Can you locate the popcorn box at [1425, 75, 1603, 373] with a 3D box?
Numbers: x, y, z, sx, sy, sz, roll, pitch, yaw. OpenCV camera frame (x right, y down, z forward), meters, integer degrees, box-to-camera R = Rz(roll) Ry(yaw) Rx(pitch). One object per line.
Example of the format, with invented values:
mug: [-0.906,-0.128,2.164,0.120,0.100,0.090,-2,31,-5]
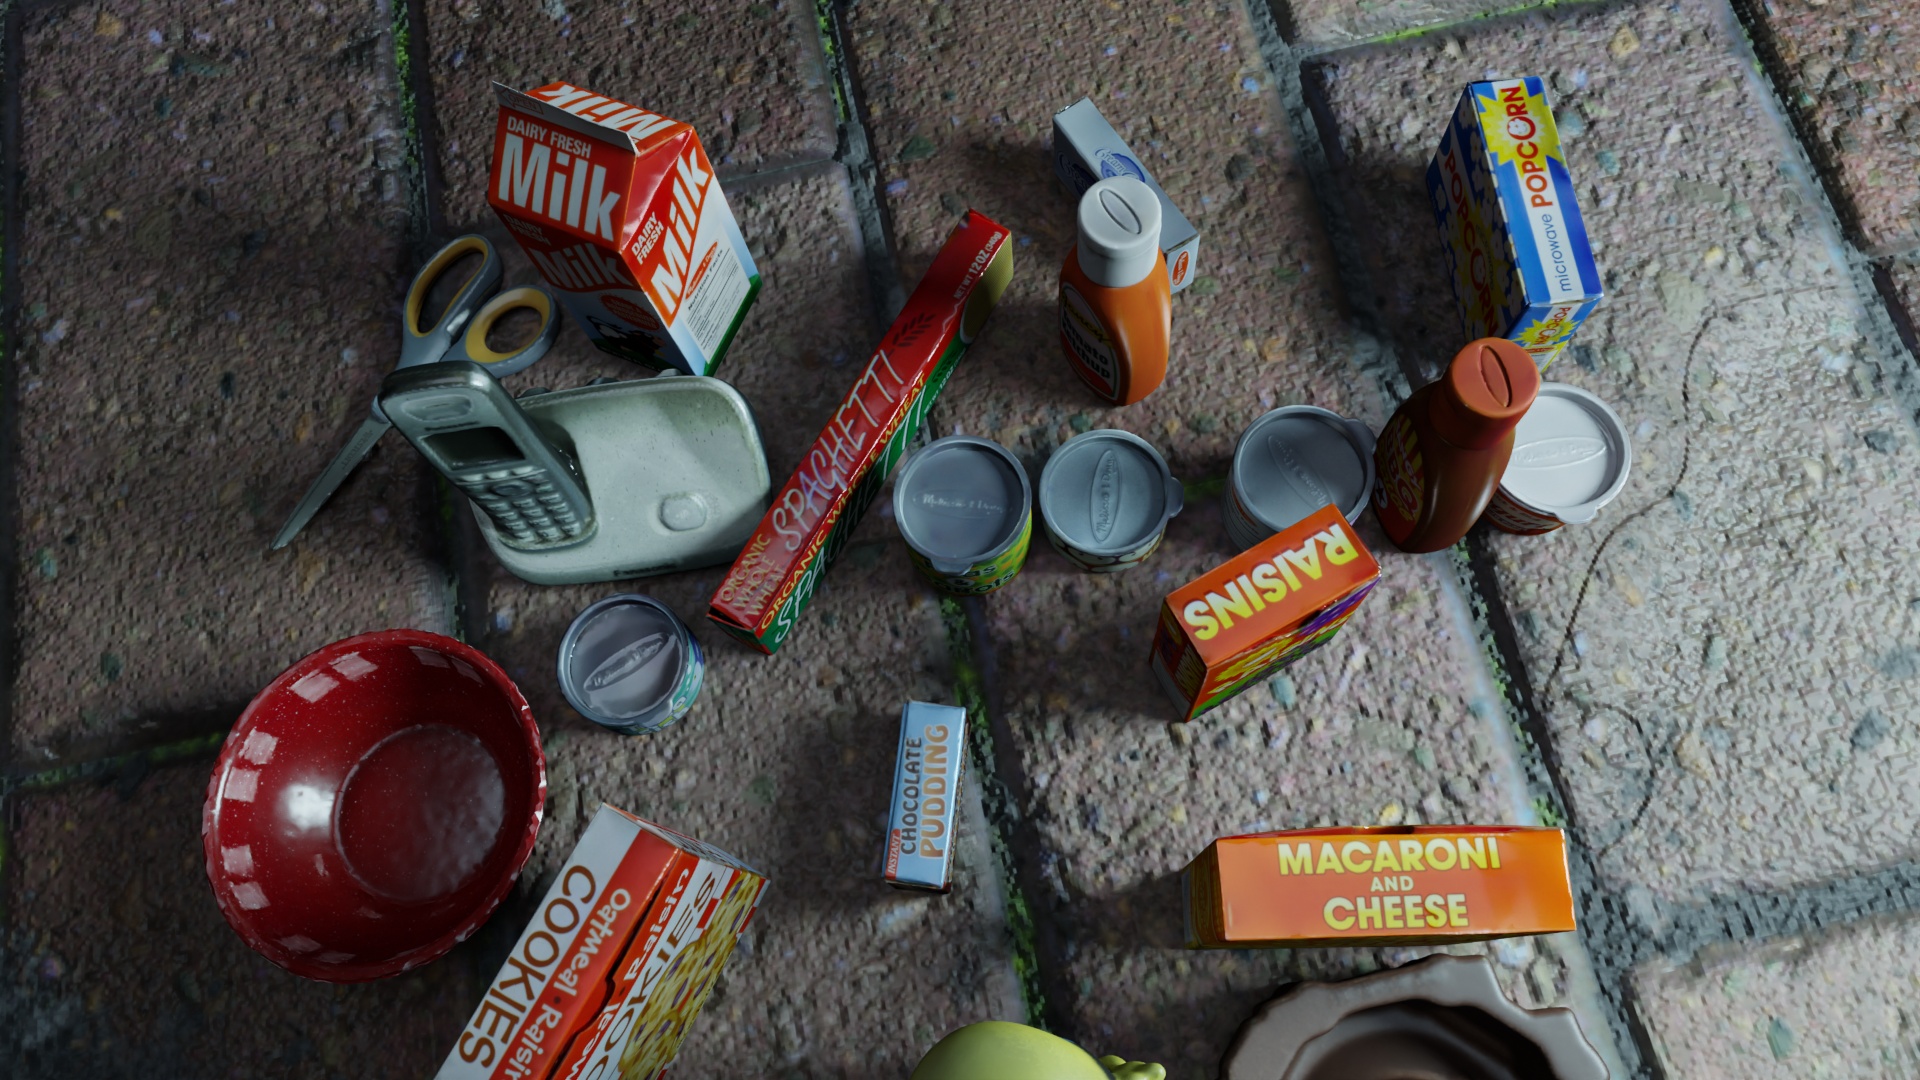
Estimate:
popcorn box: [0.275,-0.155,0.698,0.038,0.085,0.127,-7,71,2]

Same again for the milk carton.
milk carton: [-0.162,-0.153,0.674,0.072,0.190,0.073,22,75,11]

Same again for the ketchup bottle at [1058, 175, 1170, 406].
ketchup bottle: [0.075,-0.120,0.668,0.043,0.148,0.065,-35,73,-7]

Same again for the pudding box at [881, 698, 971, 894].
pudding box: [-0.015,0.120,0.646,0.030,0.049,0.084,5,72,6]

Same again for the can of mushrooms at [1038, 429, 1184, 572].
can of mushrooms: [0.075,-0.019,0.694,0.071,0.033,0.071,-1,72,4]

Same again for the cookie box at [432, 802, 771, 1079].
cookie box: [-0.139,0.181,0.573,0.040,0.167,0.123,26,76,12]

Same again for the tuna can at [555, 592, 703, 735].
tuna can: [-0.161,0.064,0.685,0.071,0.032,0.071,-1,72,4]

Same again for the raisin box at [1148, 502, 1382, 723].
raisin box: [0.132,0.037,0.624,0.086,0.123,0.040,-28,72,-5]

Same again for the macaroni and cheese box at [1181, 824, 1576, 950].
macaroni and cheese box: [0.157,0.144,0.564,0.124,0.166,0.040,-3,72,4]

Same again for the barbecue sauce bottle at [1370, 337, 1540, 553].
barbecue sauce bottle: [0.222,-0.044,0.631,0.044,0.148,0.065,-12,71,1]

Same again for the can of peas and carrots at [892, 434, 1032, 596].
can of peas and carrots: [0.002,-0.009,0.683,0.071,0.058,0.071,-1,72,4]

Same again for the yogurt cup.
yogurt cup: [0.281,-0.036,0.674,0.072,0.053,0.072,-1,72,4]

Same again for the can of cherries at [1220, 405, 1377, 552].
can of cherries: [0.165,-0.025,0.677,0.071,0.058,0.071,-1,72,4]

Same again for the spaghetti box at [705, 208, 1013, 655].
spaghetti box: [-0.046,-0.056,0.707,0.029,0.050,0.250,28,76,13]

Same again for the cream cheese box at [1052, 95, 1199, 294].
cream cheese box: [0.086,-0.181,0.737,0.024,0.053,0.104,-32,72,-6]
